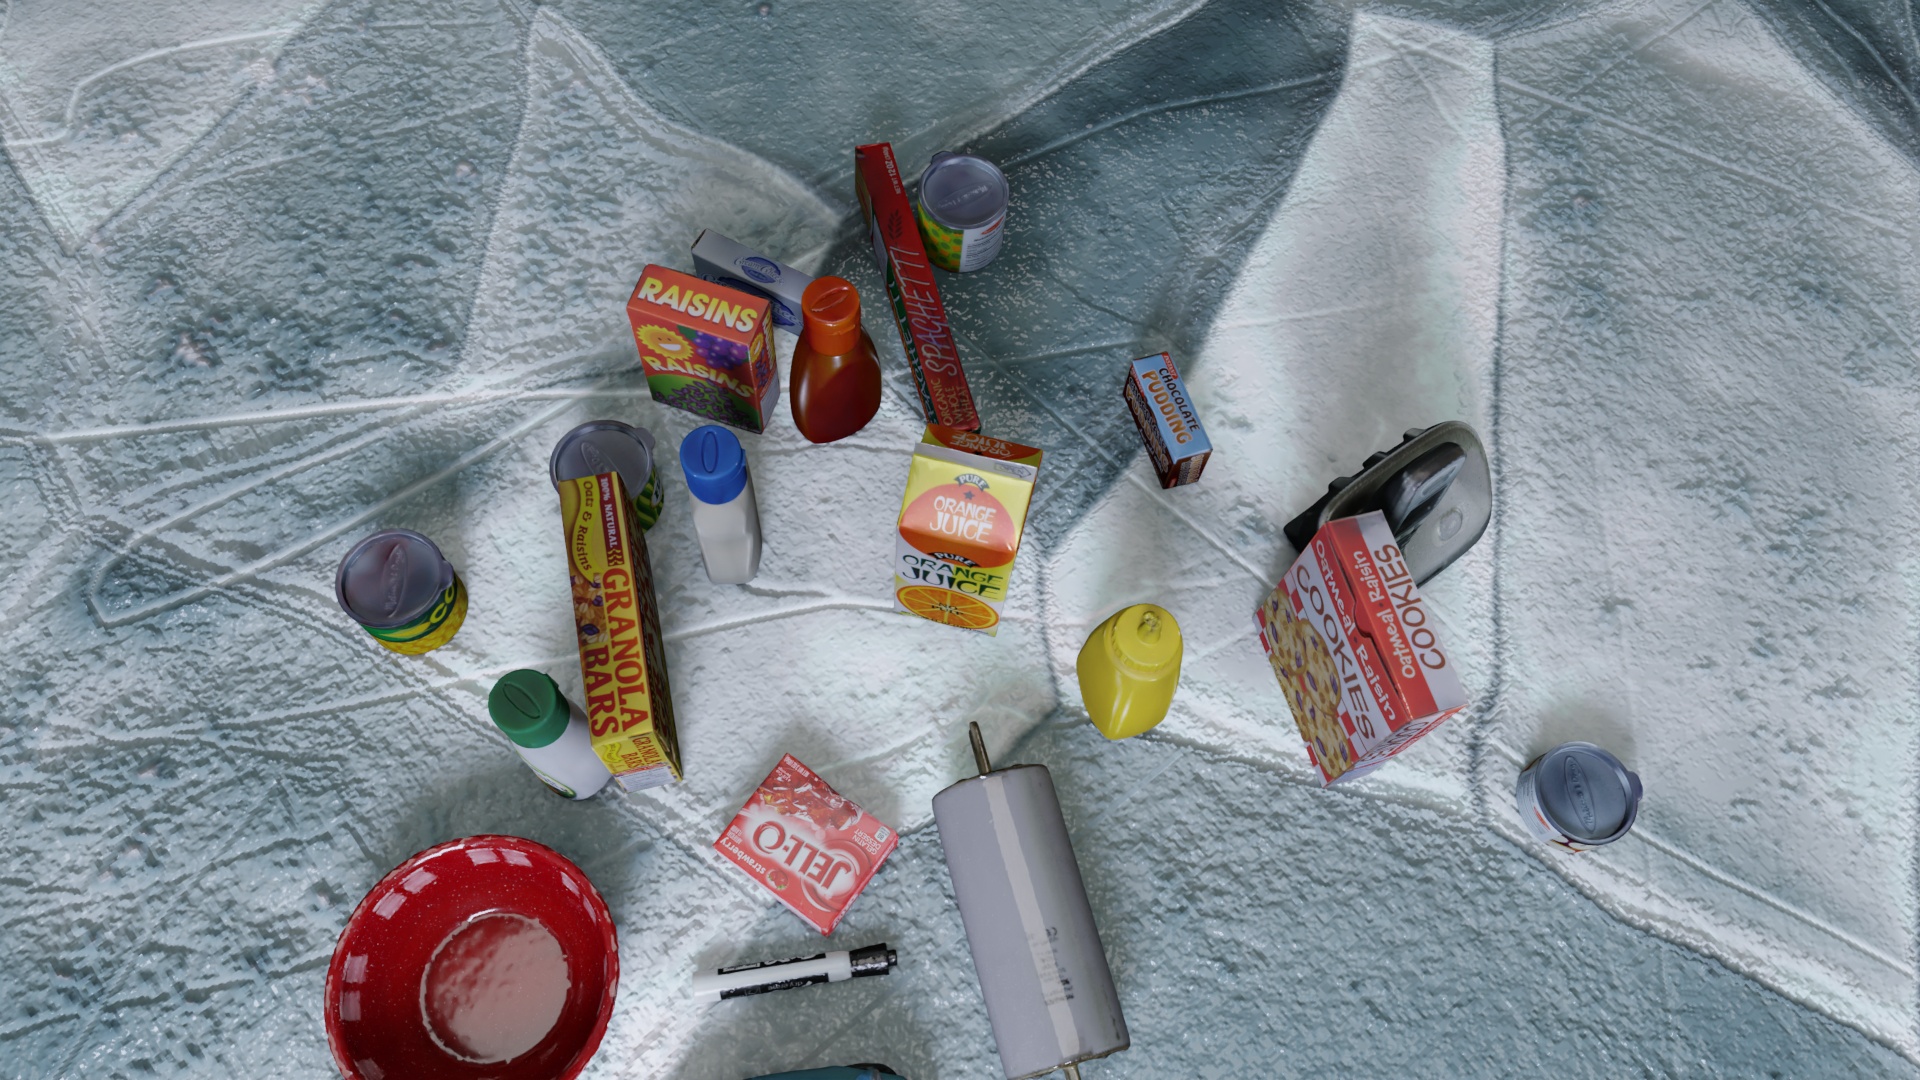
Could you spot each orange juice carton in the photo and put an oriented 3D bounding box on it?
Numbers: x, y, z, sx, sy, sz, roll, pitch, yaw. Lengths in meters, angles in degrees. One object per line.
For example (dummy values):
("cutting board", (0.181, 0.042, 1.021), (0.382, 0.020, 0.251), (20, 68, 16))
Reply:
("orange juice carton", (0.003, -0.011, 0.853), (0.072, 0.192, 0.073), (14, 67, 2))

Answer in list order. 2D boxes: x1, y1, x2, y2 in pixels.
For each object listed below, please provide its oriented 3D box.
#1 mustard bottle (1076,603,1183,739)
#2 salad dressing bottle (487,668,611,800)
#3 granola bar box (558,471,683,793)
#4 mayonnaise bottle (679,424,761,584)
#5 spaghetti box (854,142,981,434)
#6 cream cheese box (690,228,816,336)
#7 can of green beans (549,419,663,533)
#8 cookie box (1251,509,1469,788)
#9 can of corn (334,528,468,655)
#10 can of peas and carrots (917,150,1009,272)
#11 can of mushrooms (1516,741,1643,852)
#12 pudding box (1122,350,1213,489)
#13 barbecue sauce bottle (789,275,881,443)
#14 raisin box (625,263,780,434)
("mustard bottle", (0.106, 0.074, 0.842), (0.049, 0.159, 0.065), (-18, 70, -11))
("salad dressing bottle", (-0.239, 0.112, 0.809), (0.064, 0.147, 0.044), (40, 71, 12))
("granola bar box", (-0.206, 0.058, 0.847), (0.039, 0.123, 0.166), (-11, 68, -8))
("mayonnaise bottle", (-0.150, -0.024, 0.873), (0.041, 0.147, 0.065), (-2, 67, -4))
("spaghetti box", (-0.033, -0.172, 0.997), (0.029, 0.050, 0.251), (-14, 68, -9))
("cream cheese box", (-0.140, -0.180, 0.992), (0.104, 0.053, 0.024), (26, 68, 7))
("can of green beans", (-0.234, -0.038, 0.923), (0.071, 0.057, 0.071), (1, 67, -3))
("cookie box", (0.237, 0.071, 0.847), (0.040, 0.166, 0.123), (-15, 69, -10))
("can of corn", (-0.351, 0.034, 0.884), (0.071, 0.058, 0.071), (1, 67, -3))
("can of peas and carrots", (0.000, -0.242, 1.025), (0.071, 0.058, 0.071), (1, 67, -3))
("can of mushrooms", (0.396, 0.165, 0.890), (0.071, 0.033, 0.071), (1, 67, -3))
("pudding box", (0.144, -0.084, 0.972), (0.030, 0.049, 0.084), (-16, 69, -10))
("barbecue sauce bottle", (-0.083, -0.119, 0.918), (0.065, 0.148, 0.044), (-31, 72, -15))
("raisin box", (-0.169, -0.126, 0.929), (0.086, 0.123, 0.040), (18, 67, 4))
